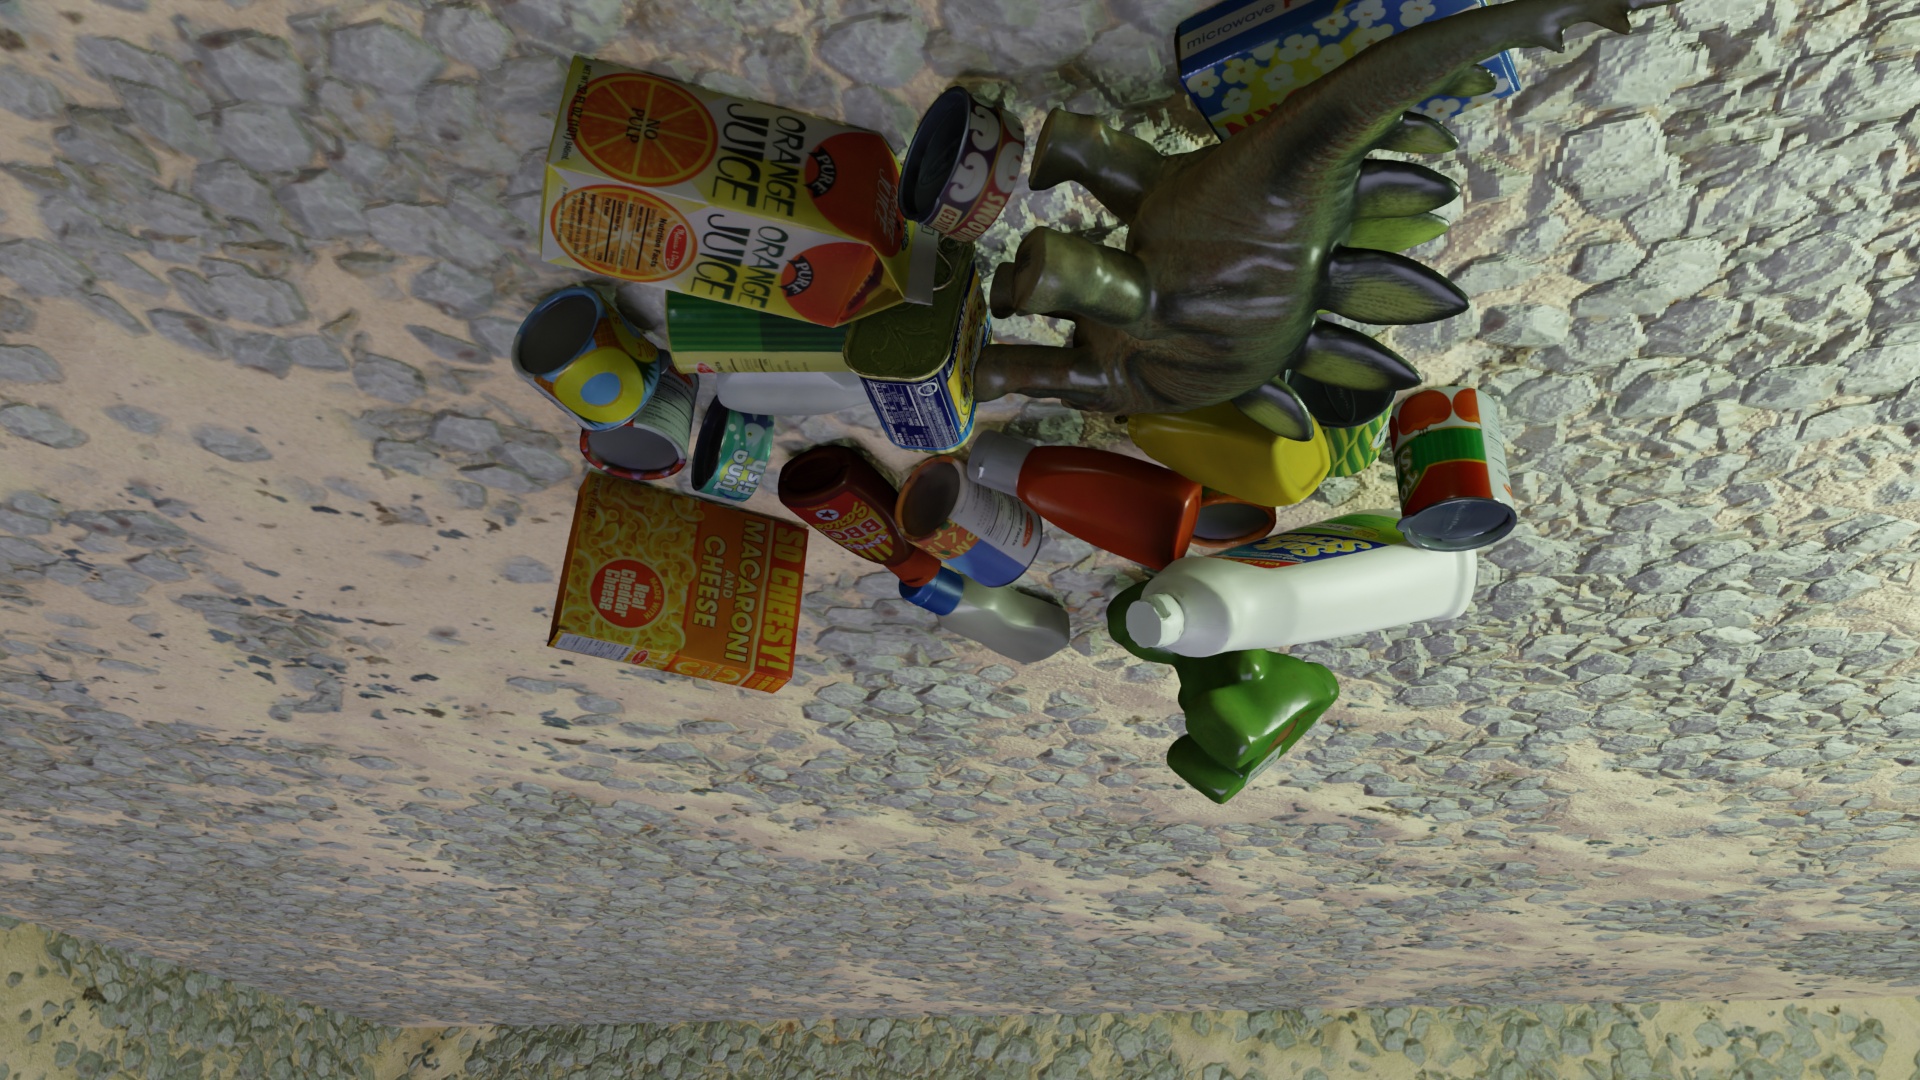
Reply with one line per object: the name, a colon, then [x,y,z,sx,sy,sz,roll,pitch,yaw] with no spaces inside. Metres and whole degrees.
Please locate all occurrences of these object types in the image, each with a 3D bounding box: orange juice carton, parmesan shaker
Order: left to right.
orange juice carton: [-0.103,-0.165,0.688,0.193,0.072,0.072,11,150,-14]
parmesan shaker: [-0.104,-0.126,0.769,0.103,0.071,0.071,0,151,3]

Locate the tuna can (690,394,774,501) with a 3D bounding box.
tuna can: [-0.145,-0.058,0.885,0.033,0.071,0.070,15,148,-24]

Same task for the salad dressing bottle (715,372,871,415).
salad dressing bottle: [-0.070,-0.101,0.831,0.148,0.044,0.064,1,149,0]

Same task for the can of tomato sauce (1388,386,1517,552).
can of tomato sauce: [0.303,-0.044,0.865,0.071,0.083,0.071,2,151,1]

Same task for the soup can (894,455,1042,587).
soup can: [0.003,-0.012,0.962,0.071,0.071,0.083,-22,142,36]

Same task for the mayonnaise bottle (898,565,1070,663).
mayonnaise bottle: [0.018,0.055,1.109,0.148,0.041,0.064,27,141,-35]

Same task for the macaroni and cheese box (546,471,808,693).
macaroni and cheese box: [-0.198,0.032,0.995,0.166,0.124,0.040,15,151,-22]

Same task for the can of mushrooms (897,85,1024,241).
can of mushrooms: [0.000,-0.176,0.661,0.033,0.071,0.070,18,147,-28]

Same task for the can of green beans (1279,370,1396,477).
can of green beans: [0.222,-0.079,0.826,0.071,0.071,0.057,-2,151,8]

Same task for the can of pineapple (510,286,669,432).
can of pineapple: [-0.216,-0.107,0.809,0.071,0.071,0.057,-11,148,23]

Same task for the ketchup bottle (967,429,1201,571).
ketchup bottle: [0.077,-0.032,0.890,0.149,0.044,0.064,21,128,20]

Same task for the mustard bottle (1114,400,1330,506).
mustard bottle: [0.146,-0.065,0.834,0.160,0.049,0.065,24,152,53]

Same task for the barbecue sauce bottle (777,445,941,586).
barbecue sauce bottle: [-0.064,-0.014,0.987,0.065,0.044,0.148,-13,148,26]

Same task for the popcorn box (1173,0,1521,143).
popcorn box: [0.170,-0.214,0.616,0.126,0.038,0.085,-16,145,30]

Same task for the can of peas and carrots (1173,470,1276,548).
can of peas and carrots: [0.176,-0.035,0.916,0.071,0.059,0.070,2,151,1]

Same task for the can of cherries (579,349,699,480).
can of cherries: [-0.202,-0.077,0.866,0.071,0.058,0.071,1,151,1]
